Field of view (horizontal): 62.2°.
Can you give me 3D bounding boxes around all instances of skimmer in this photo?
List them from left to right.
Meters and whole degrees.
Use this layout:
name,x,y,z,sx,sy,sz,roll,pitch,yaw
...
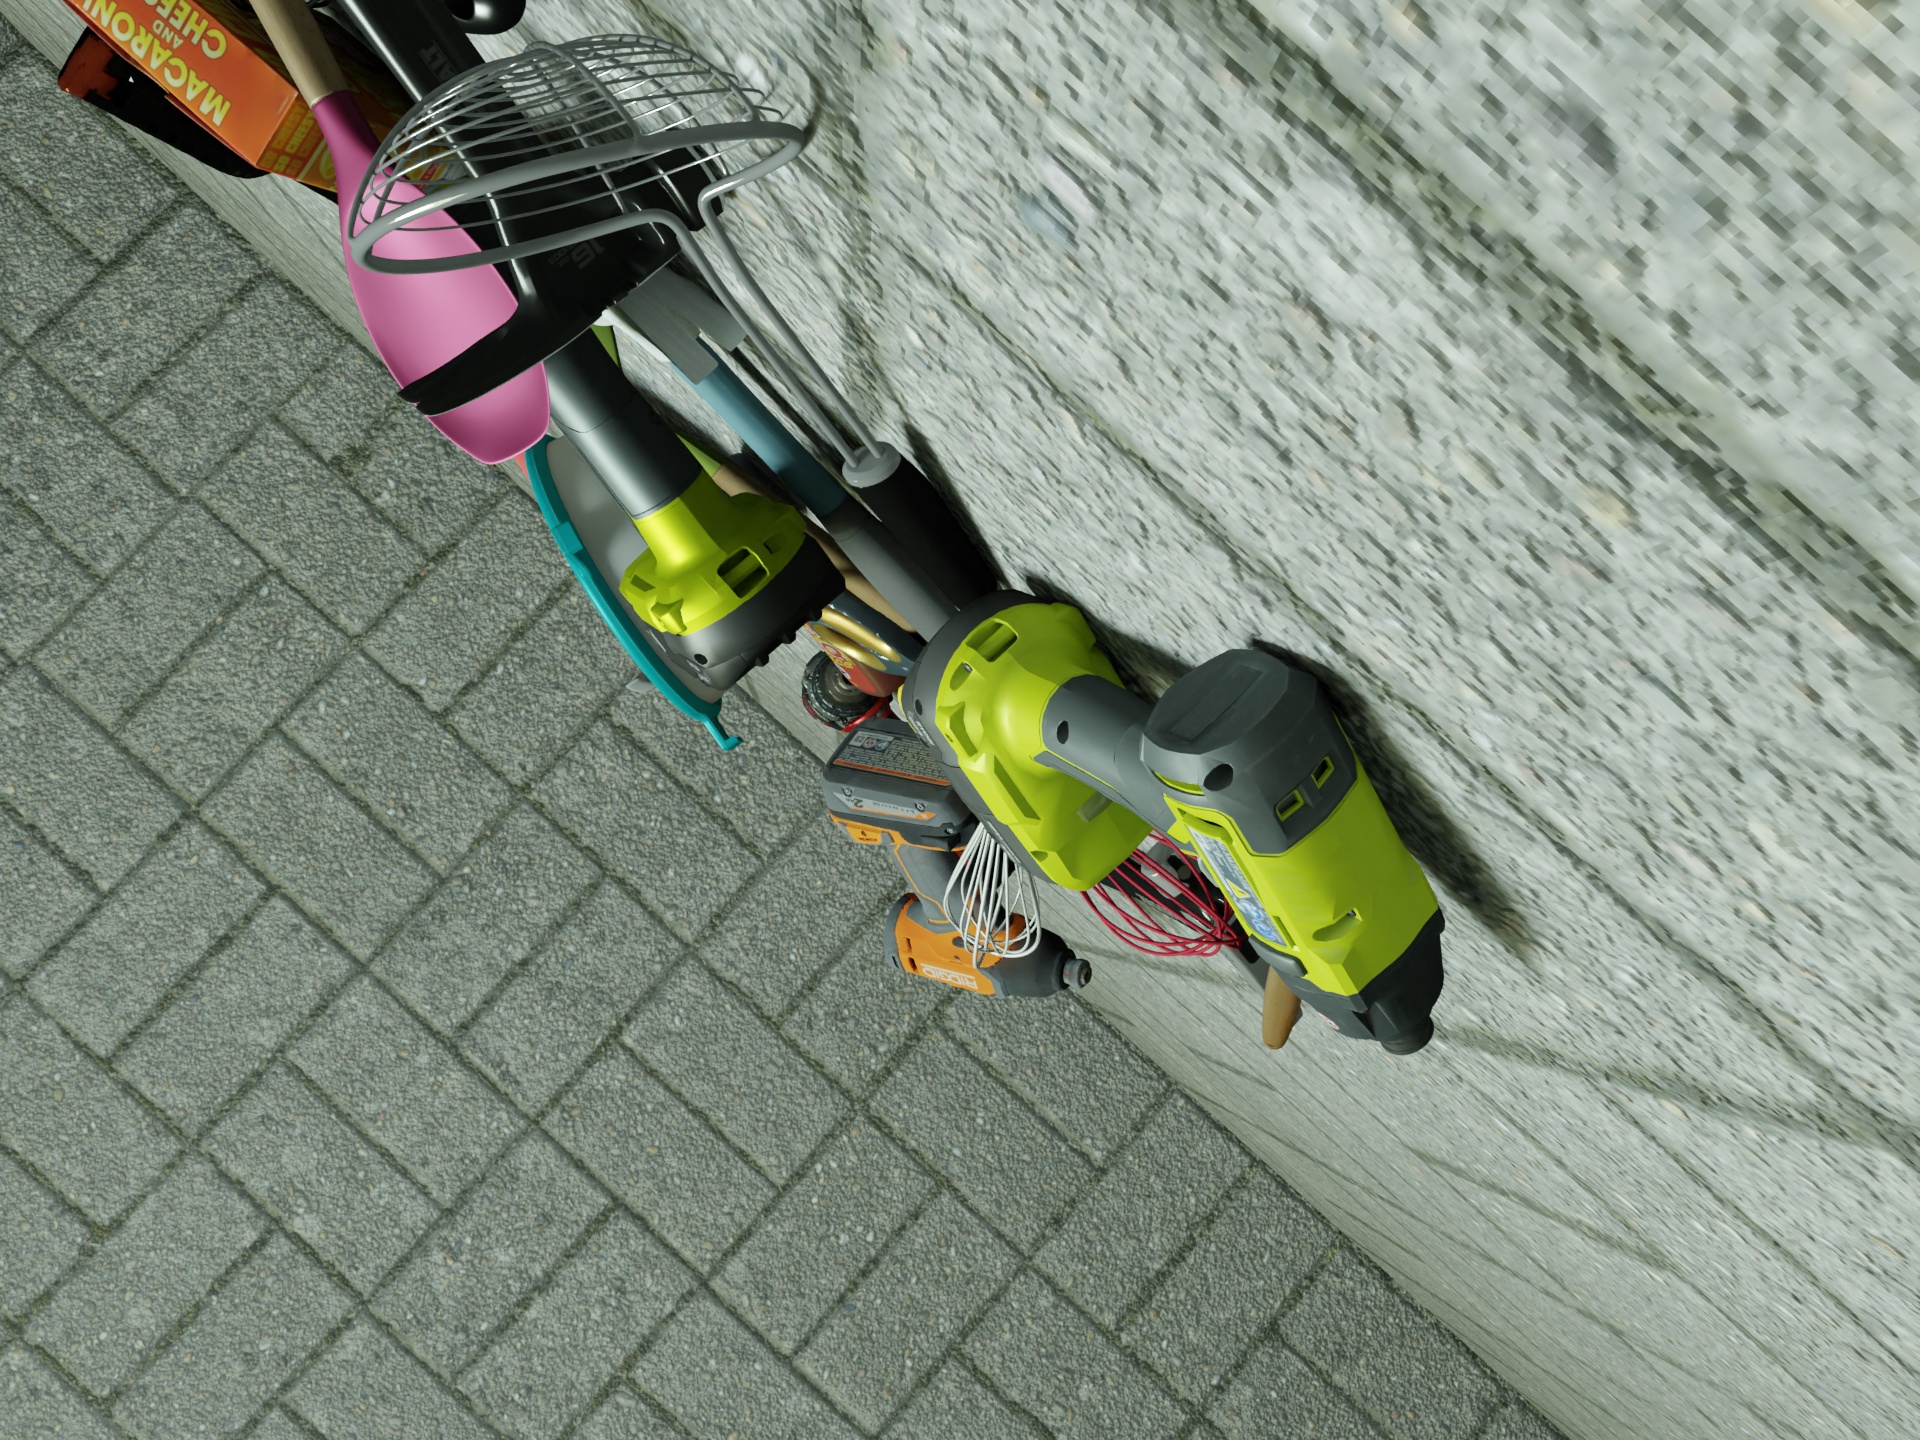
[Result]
name,x,y,z,sx,sy,sz,roll,pitch,yaw
skimmer,-0.057,-0.097,0.551,0.362,0.127,0.090,46,-144,-58

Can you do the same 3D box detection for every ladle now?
name,x,y,z,sx,sy,sz,roll,pitch,yaw
ladle,-0.101,-0.128,0.847,0.320,0.062,0.078,37,165,-19

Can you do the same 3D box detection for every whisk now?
name,x,y,z,sx,sy,sz,roll,pitch,yaw
whisk,-0.224,-0.276,0.583,0.239,0.055,0.055,31,167,39
whisk,0.021,0.045,0.819,0.059,0.058,0.246,21,137,17
whisk,0.055,0.047,0.881,0.296,0.073,0.073,36,170,48

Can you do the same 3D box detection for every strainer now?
name,x,y,z,sx,sy,sz,roll,pitch,yaw
strainer,-0.196,-0.148,1.064,0.210,0.095,0.341,57,-174,-39

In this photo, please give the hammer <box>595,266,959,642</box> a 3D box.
name,x,y,z,sx,sy,sz,roll,pitch,yaw
hammer,-0.054,-0.096,0.771,0.330,0.033,0.128,45,173,-23

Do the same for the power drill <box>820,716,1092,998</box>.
name,x,y,z,sx,sy,sz,roll,pitch,yaw
power drill,0.003,0.111,1.134,0.164,0.084,0.226,10,136,30

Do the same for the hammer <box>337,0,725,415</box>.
name,x,y,z,sx,sy,sz,roll,pitch,yaw
hammer,-0.202,-0.244,0.436,0.034,0.127,0.336,35,164,49

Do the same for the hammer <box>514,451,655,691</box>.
name,x,y,z,sx,sy,sz,roll,pitch,yaw
hammer,-0.299,-0.193,1.066,0.386,0.038,0.143,59,-178,-12

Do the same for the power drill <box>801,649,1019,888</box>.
name,x,y,z,sx,sy,sz,roll,pitch,yaw
power drill,-0.034,0.030,1.233,0.226,0.080,0.188,46,172,-3

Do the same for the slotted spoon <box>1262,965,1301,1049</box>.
name,x,y,z,sx,sy,sz,roll,pitch,yaw
slotted spoon,0.163,0.126,0.785,0.070,0.031,0.313,17,161,15

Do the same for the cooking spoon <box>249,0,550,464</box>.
name,x,y,z,sx,sy,sz,roll,pitch,yaw
cooking spoon,-0.228,-0.237,0.544,0.069,0.017,0.318,-19,104,32

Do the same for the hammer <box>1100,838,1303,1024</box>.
name,x,y,z,sx,sy,sz,roll,pitch,yaw
hammer,0.114,0.106,1.039,0.146,0.035,0.335,45,172,-17

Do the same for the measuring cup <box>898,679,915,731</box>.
name,x,y,z,sx,sy,sz,roll,pitch,yaw
measuring cup,-0.002,-0.003,1.007,0.062,0.029,0.156,59,165,-14

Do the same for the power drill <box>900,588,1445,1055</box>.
name,x,y,z,sx,sy,sz,roll,pitch,yaw
power drill,0.081,0.036,0.611,0.171,0.080,0.223,56,165,-29

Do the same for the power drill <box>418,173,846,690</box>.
name,x,y,z,sx,sy,sz,roll,pitch,yaw
power drill,-0.162,-0.132,0.699,0.228,0.080,0.191,54,167,-26
